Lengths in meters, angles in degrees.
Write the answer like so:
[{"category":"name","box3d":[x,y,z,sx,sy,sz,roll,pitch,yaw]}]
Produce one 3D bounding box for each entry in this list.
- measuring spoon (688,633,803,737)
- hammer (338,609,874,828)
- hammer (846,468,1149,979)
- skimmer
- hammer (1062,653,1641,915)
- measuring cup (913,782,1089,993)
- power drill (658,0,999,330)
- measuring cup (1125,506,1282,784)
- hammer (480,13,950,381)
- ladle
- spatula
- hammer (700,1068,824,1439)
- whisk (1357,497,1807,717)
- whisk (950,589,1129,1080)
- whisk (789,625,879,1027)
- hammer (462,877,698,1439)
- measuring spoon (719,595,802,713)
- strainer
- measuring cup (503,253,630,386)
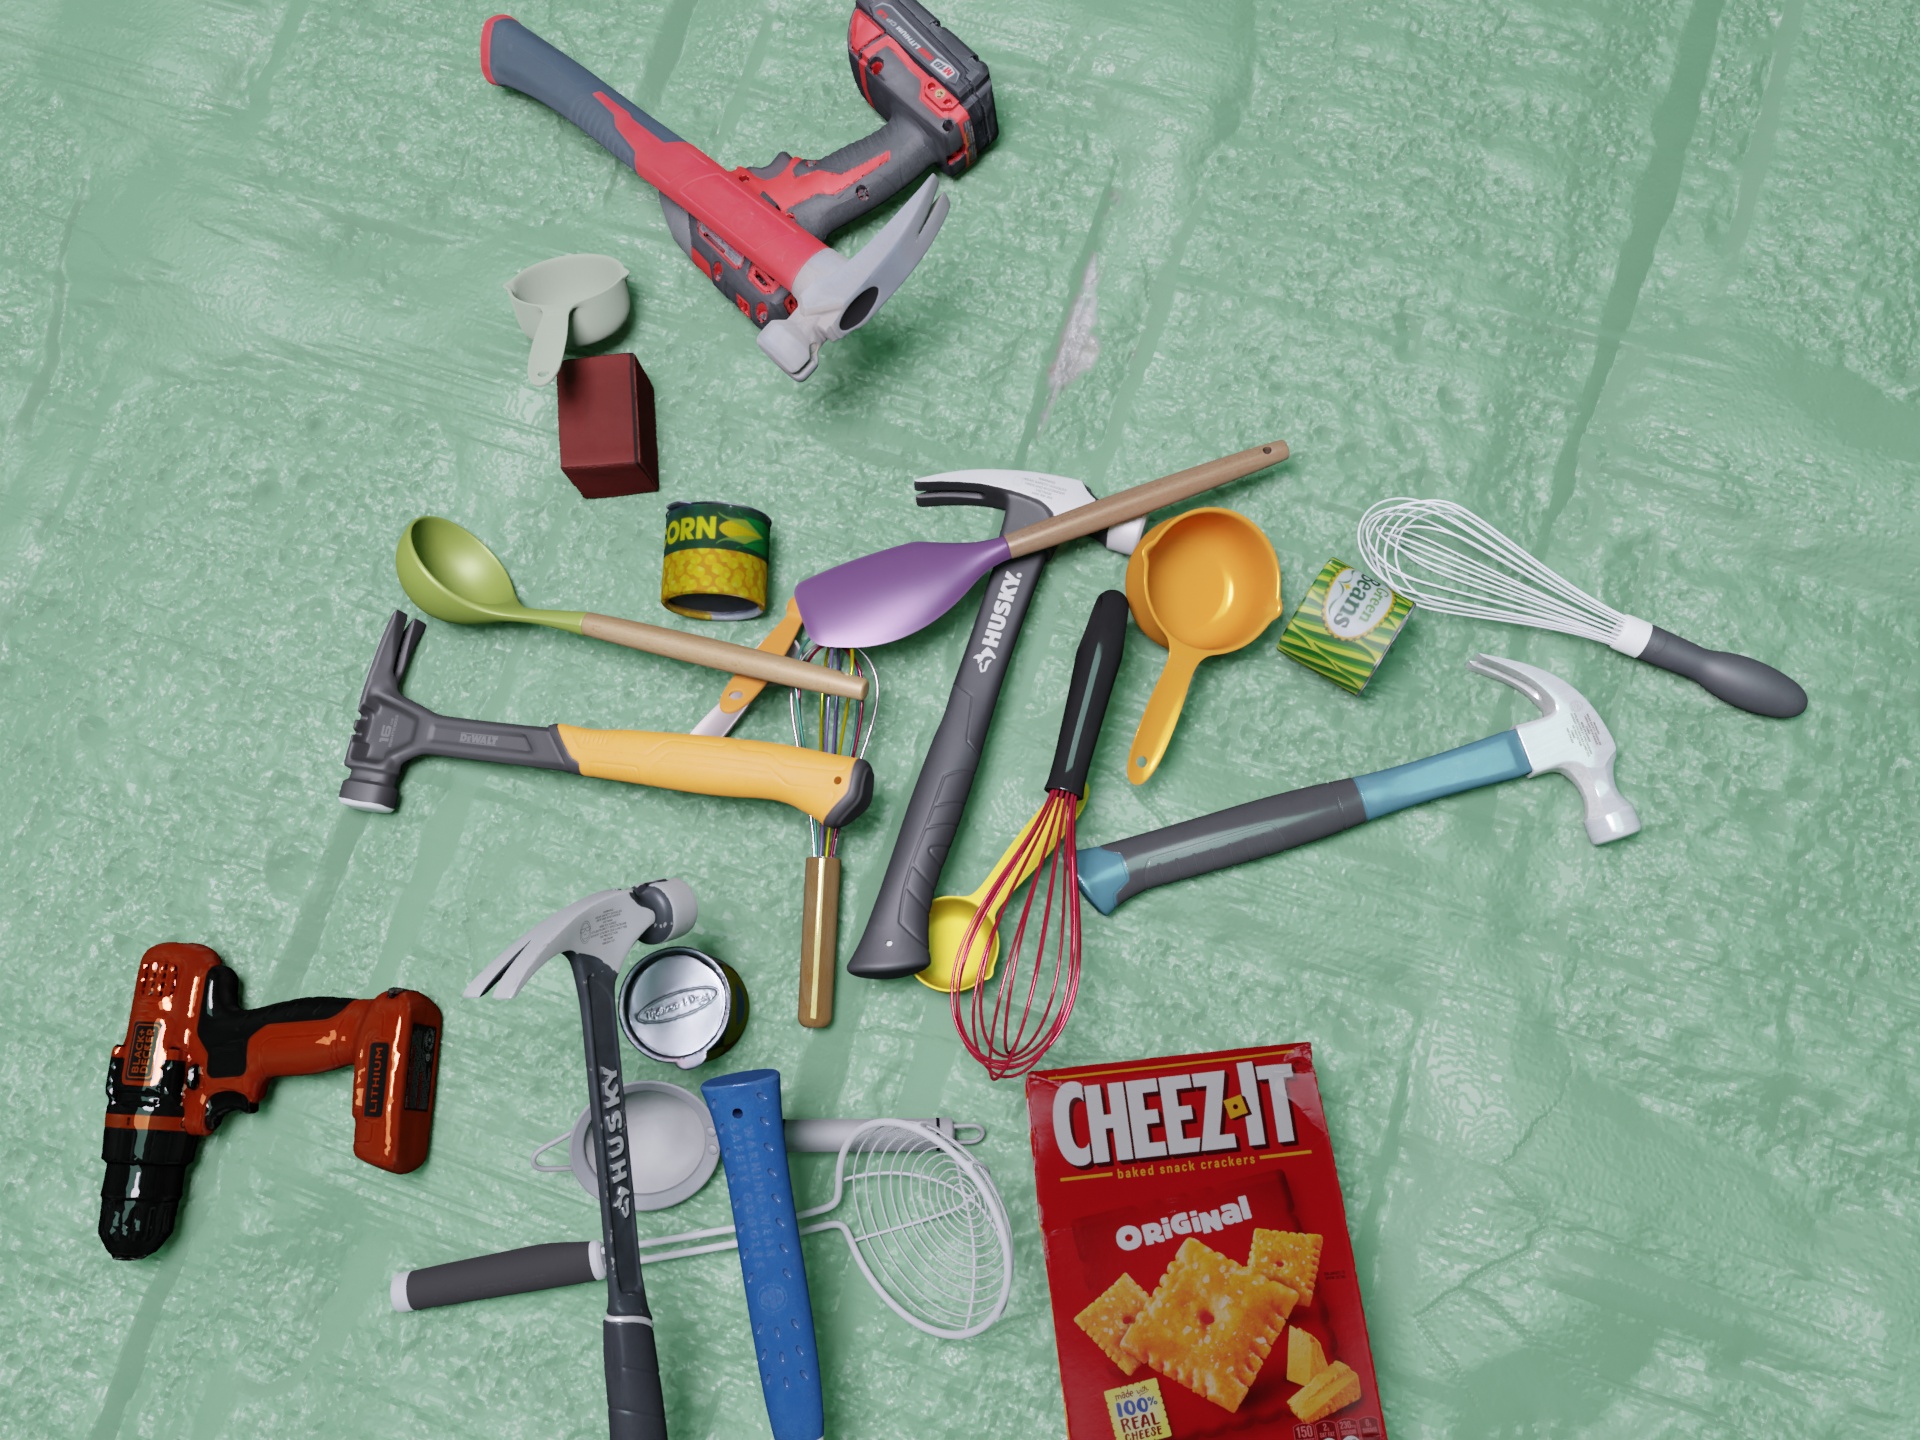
[{"category":"measuring spoon","box3d":[-0.143,-0.003,0.999,0.124,0.018,0.034,-48,63,-1]},{"category":"hammer","box3d":[-0.213,0.012,0.962,0.337,0.034,0.127,7,78,15]},{"category":"hammer","box3d":[-0.002,-0.003,0.961,0.146,0.035,0.335,17,72,8]},{"category":"skimmer","box3d":[-0.150,0.303,0.886,0.363,0.090,0.127,-10,97,3]},{"category":"hammer","box3d":[0.225,0.053,0.949,0.331,0.033,0.128,-16,77,0]},{"category":"measuring cup","box3d":[0.027,0.099,0.958,0.062,0.029,0.156,38,76,13]},{"category":"power drill","box3d":[-0.092,-0.371,1.051,0.219,0.078,0.143,-44,77,-4]},{"category":"measuring cup","box3d":[0.129,-0.044,0.965,0.095,0.052,0.173,22,87,-13]},{"category":"hammer","box3d":[-0.177,-0.368,1.012,0.143,0.038,0.387,-48,64,-1]},{"category":"ladle","box3d":[-0.202,-0.065,0.964,0.320,0.078,0.062,14,103,16]},{"category":"spatula","box3d":[0.053,-0.112,0.968,0.316,0.018,0.060,-20,71,-4]},{"category":"hammer","box3d":[-0.077,0.387,0.837,0.144,0.035,0.405,-10,89,10]},{"category":"whisk","box3d":[0.373,-0.063,0.958,0.284,0.070,0.070,24,80,5]},{"category":"whisk","box3d":[0.054,0.061,0.916,0.073,0.073,0.296,14,76,7]},{"category":"whisk","box3d":[-0.081,0.061,0.959,0.047,0.051,0.245,-3,80,37]},{"category":"hammer","box3d":[-0.175,0.294,0.822,0.036,0.149,0.409,-4,93,28]},{"category":"measuring spoon","box3d":[-0.118,-0.043,0.974,0.021,0.011,0.117,14,44,15]},{"category":"strainer","box3d":[-0.115,0.242,0.925,0.258,0.050,0.086,0,109,-2]},{"category":"measuring cup","box3d":[-0.251,-0.243,1.009,0.083,0.038,0.168,-6,42,1]}]
